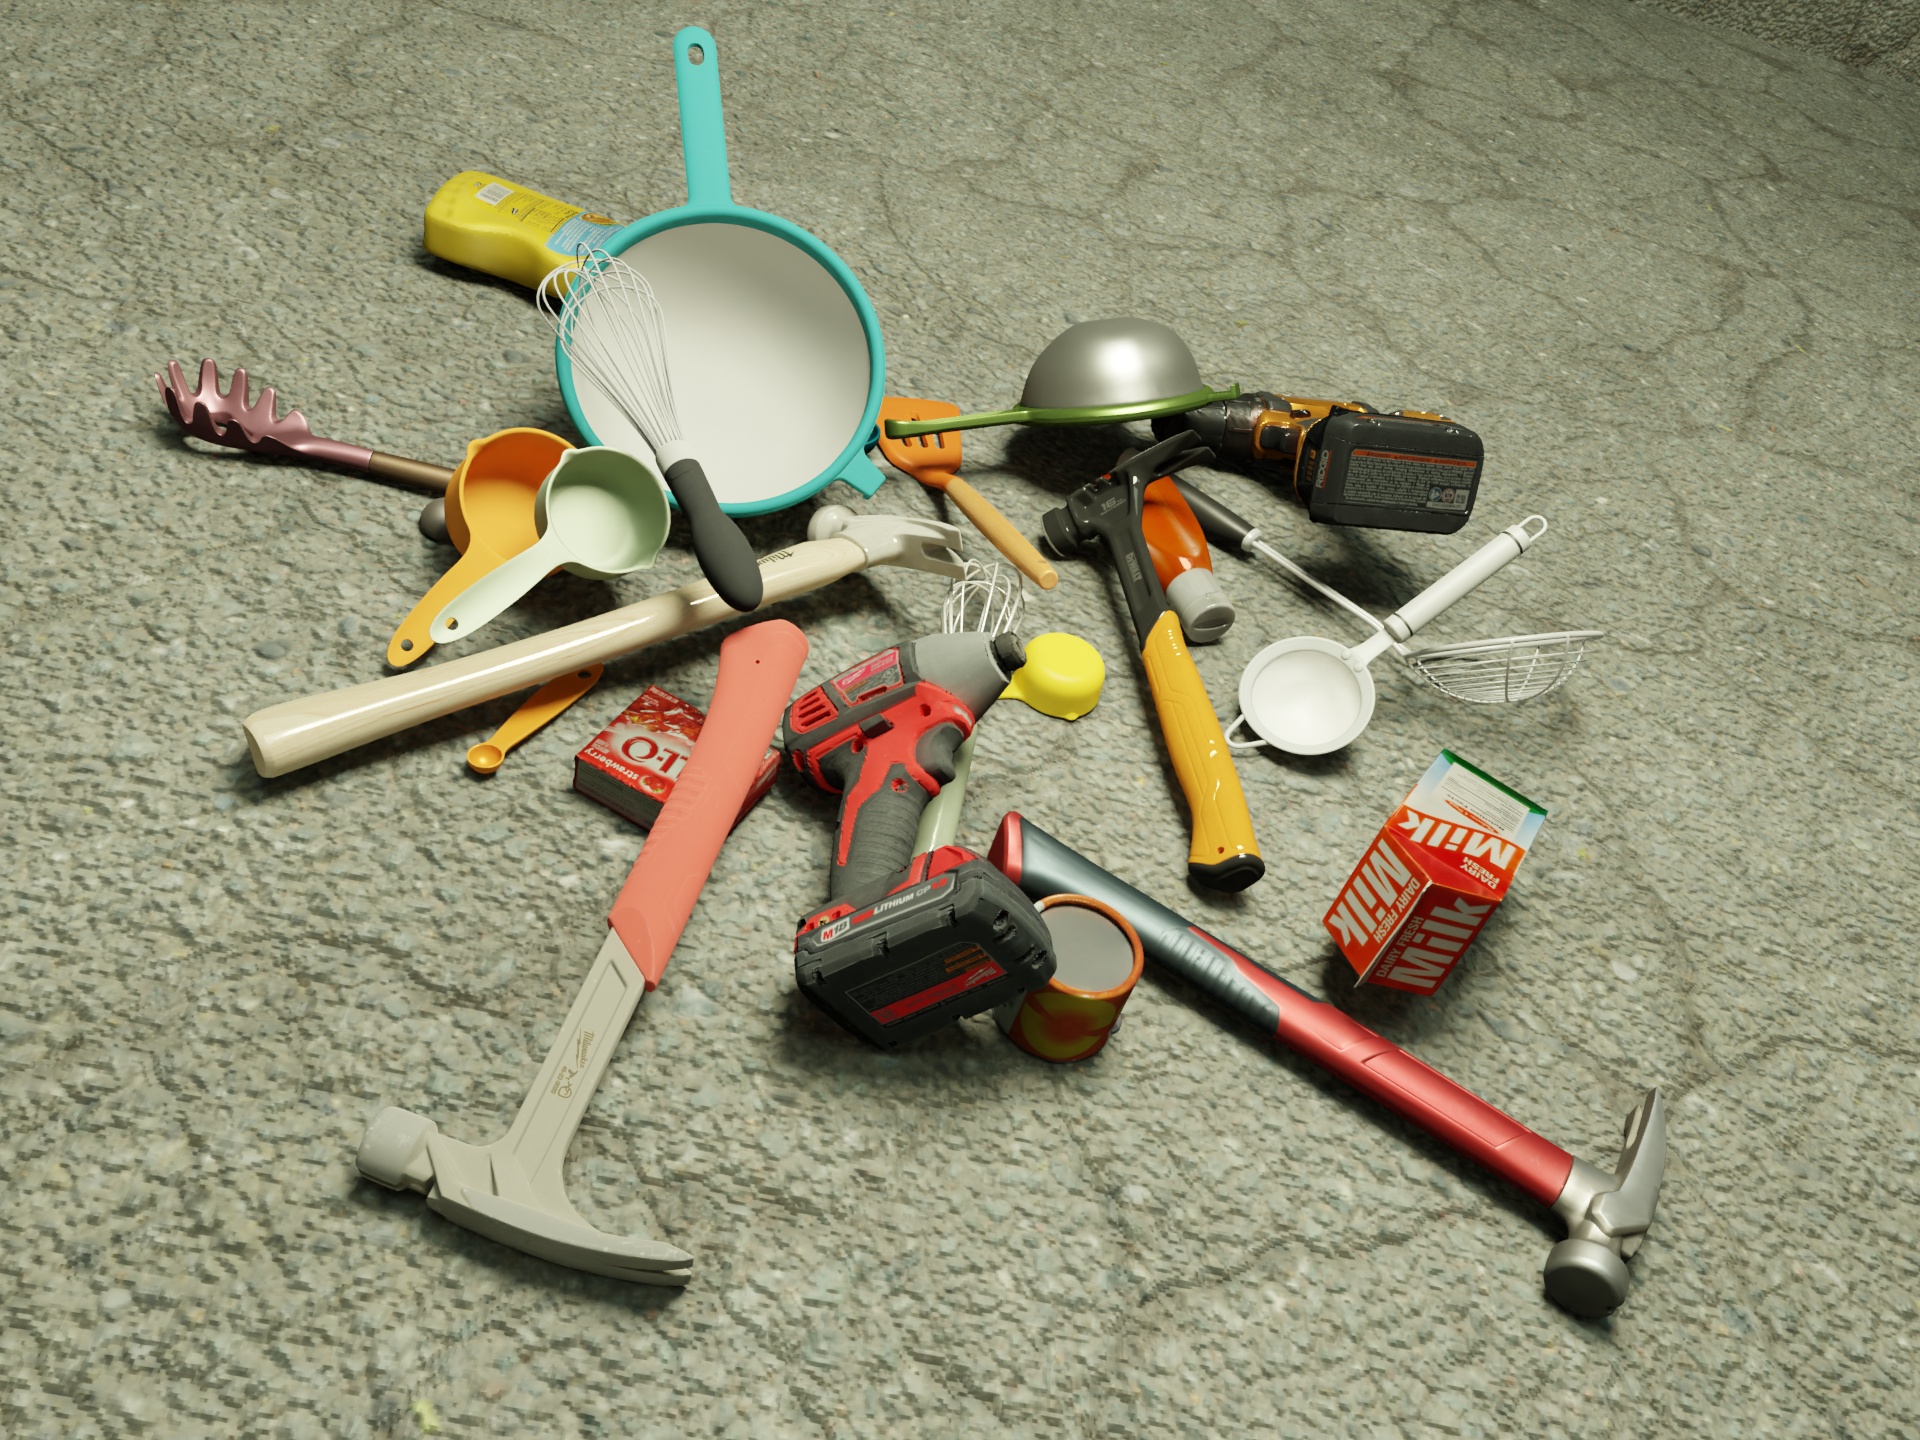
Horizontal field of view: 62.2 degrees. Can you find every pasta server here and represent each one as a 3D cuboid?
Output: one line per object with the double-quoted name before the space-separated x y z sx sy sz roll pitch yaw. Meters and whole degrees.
"pasta server" -0.342 -0.162 1.001 0.316 0.040 0.060 14 31 -6

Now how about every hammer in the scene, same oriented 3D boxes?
"hammer" -0.189 -0.049 0.901 0.410 0.038 0.146 -23 24 -32
"hammer" 0.189 0.152 0.857 0.386 0.038 0.143 31 42 14
"hammer" -0.138 0.087 0.779 0.149 0.036 0.359 19 50 2
"hammer" 0.138 -0.041 1.006 0.034 0.127 0.337 39 30 -44

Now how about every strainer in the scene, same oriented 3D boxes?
"strainer" 0.061 -0.248 1.142 0.256 0.069 0.152 -12 18 -23
"strainer" -0.167 -0.289 1.071 0.211 0.095 0.340 -5 80 -12
"strainer" 0.279 -0.053 1.035 0.258 0.050 0.087 -37 63 -1

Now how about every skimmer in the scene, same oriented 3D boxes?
"skimmer" 0.273 -0.122 1.136 0.363 0.090 0.127 37 18 22

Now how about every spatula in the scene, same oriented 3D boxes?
"spatula" 0.005 -0.159 1.077 0.081 0.041 0.323 0 25 -20

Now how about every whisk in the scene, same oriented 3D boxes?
"whisk" -0.177 -0.173 0.924 0.070 0.070 0.285 -13 60 -30
"whisk" -0.001 -0.003 0.934 0.059 0.057 0.247 -15 44 30

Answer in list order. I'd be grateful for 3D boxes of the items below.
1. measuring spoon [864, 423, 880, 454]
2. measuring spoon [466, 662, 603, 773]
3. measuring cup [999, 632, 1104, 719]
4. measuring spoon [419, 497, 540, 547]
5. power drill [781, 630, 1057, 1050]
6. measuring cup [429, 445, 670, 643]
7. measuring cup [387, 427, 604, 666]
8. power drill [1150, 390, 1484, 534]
"measuring spoon" -0.116 -0.218 1.160 0.129 0.021 0.042 25 44 21
"measuring spoon" -0.236 -0.003 0.893 0.021 0.011 0.117 23 39 12
"measuring cup" 0.018 -0.029 0.993 0.156 0.029 0.062 -2 46 -21
"measuring spoon" -0.274 -0.121 0.995 0.124 0.018 0.034 8 43 -13
"power drill" -0.021 0.046 0.825 0.143 0.078 0.220 -26 42 17
"measuring cup" -0.241 -0.093 0.914 0.167 0.038 0.083 -44 106 -29
"measuring cup" -0.286 -0.095 0.939 0.095 0.052 0.174 43 63 -20
"power drill" 0.257 -0.203 1.181 0.185 0.084 0.226 3 19 -14
